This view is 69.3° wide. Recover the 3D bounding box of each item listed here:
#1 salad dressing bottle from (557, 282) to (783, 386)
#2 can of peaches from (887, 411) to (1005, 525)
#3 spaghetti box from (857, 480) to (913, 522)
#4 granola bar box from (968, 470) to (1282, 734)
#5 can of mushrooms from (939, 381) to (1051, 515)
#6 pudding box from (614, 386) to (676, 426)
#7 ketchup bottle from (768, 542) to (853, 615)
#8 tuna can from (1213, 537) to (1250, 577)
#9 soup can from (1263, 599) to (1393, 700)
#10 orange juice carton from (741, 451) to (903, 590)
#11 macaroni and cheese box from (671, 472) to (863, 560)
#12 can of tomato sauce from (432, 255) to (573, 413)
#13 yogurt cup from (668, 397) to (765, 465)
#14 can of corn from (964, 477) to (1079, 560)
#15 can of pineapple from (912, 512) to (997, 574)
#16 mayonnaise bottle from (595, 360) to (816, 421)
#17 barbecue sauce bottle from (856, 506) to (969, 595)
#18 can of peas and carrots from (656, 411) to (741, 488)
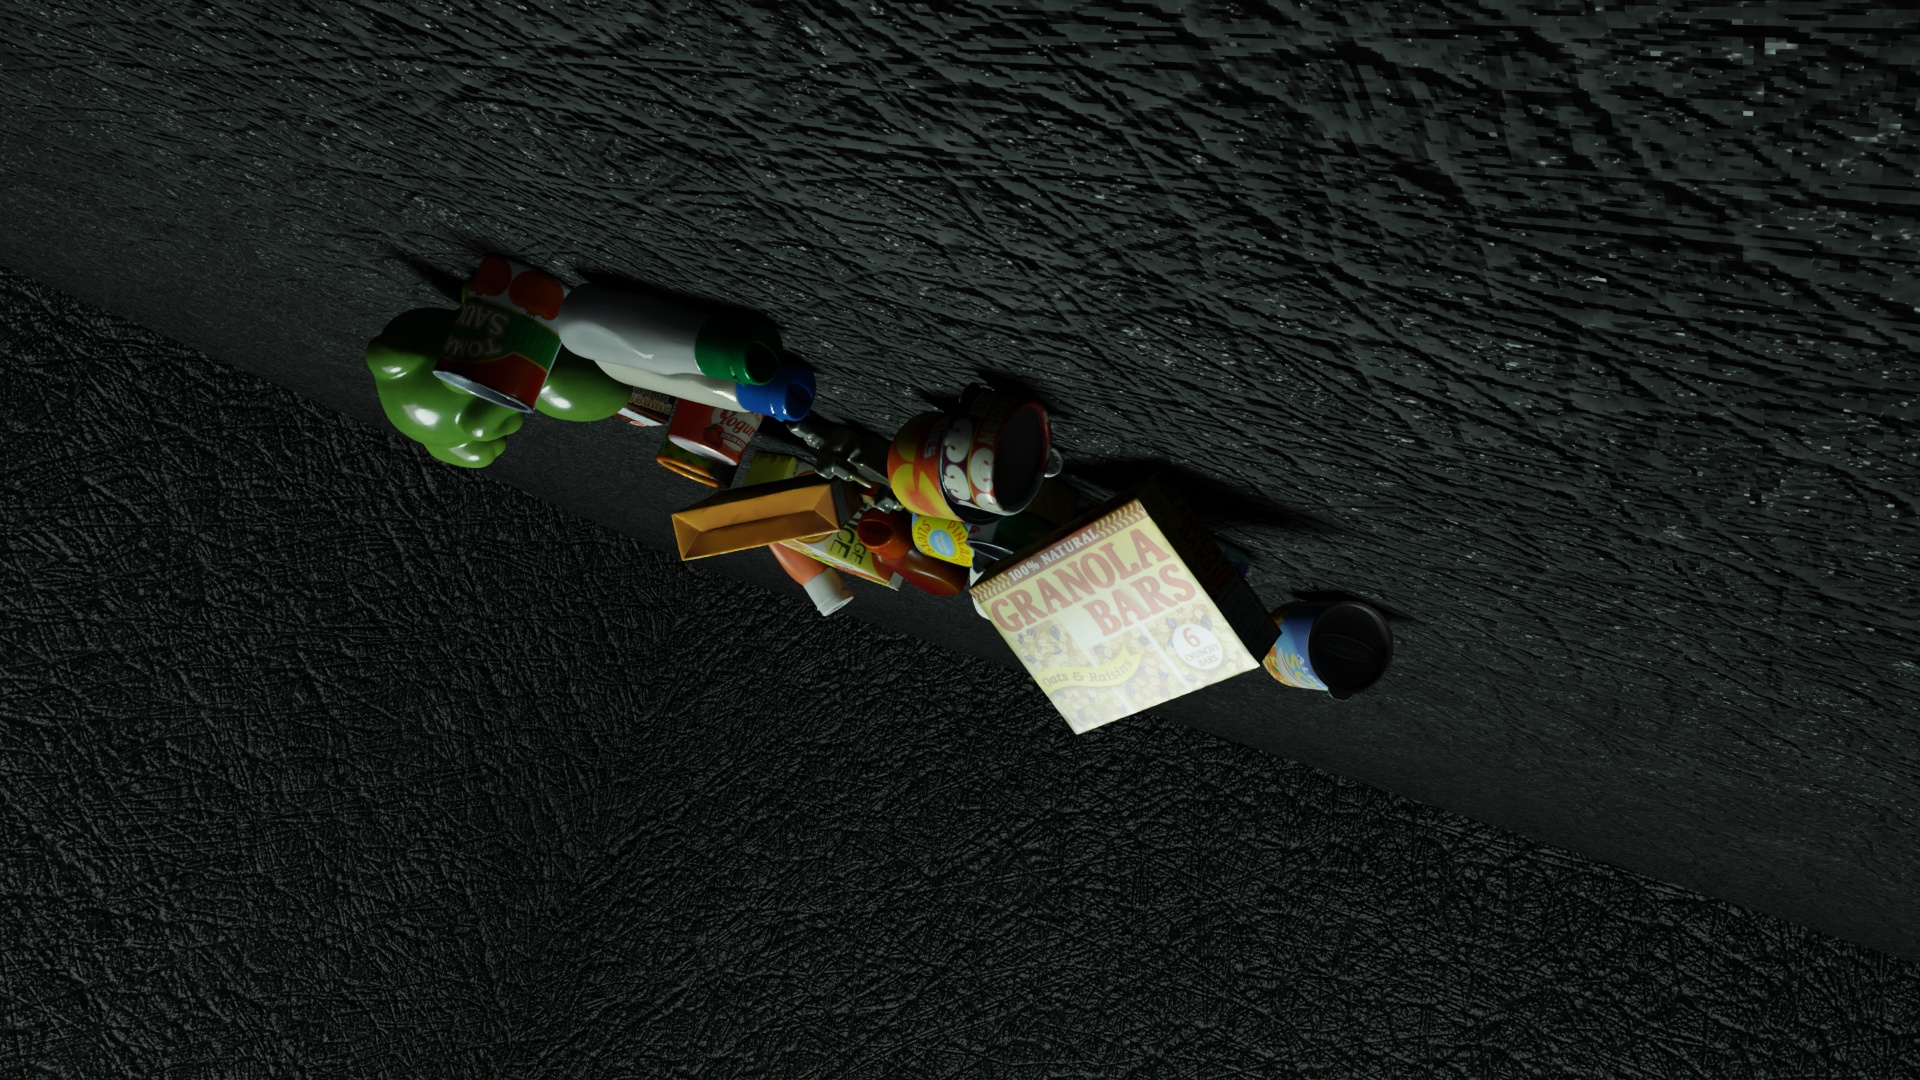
[{"bbox_3d":[-0.174,-0.122,0.831,0.148,0.044,0.064,15,169,29],"label":"salad dressing bottle"},{"bbox_3d":[-0.003,-0.047,0.841,0.071,0.071,0.058,26,171,-35],"label":"can of peaches"},{"bbox_3d":[-0.030,-0.017,1.253,0.050,0.029,0.249,18,172,17],"label":"spaghetti box"},{"bbox_3d":[0.098,0.043,0.863,0.124,0.039,0.165,53,138,-6],"label":"granola bar box"},{"bbox_3d":[0.020,-0.050,0.755,0.033,0.071,0.071,16,171,31],"label":"can of mushrooms"},{"bbox_3d":[-0.275,-0.118,1.166,0.049,0.030,0.083,23,172,-27],"label":"pudding box"},{"bbox_3d":[-0.163,0.005,1.392,0.149,0.043,0.065,56,-160,5],"label":"ketchup bottle"},{"bbox_3d":[0.168,0.018,0.973,0.071,0.033,0.071,20,172,3],"label":"tuna can"},{"bbox_3d":[0.264,0.079,1.013,0.071,0.071,0.083,22,172,-11],"label":"soup can"},{"bbox_3d":[-0.117,-0.015,1.332,0.192,0.072,0.073,26,170,-38],"label":"orange juice carton"},{"bbox_3d":[-0.149,-0.024,1.111,0.124,0.040,0.167,-10,-173,3],"label":"macaroni and cheese box"},{"bbox_3d":[-0.294,-0.134,0.898,0.071,0.083,0.071,20,172,3],"label":"can of tomato sauce"},{"bbox_3d":[-0.182,-0.090,1.031,0.072,0.054,0.072,20,172,3],"label":"yogurt cup"},{"bbox_3d":[0.046,-0.013,0.969,0.071,0.058,0.071,20,172,3],"label":"can of corn"},{"bbox_3d":[0.004,-0.013,1.041,0.058,0.071,0.071,15,171,31],"label":"can of pineapple"},{"bbox_3d":[-0.164,-0.110,0.900,0.148,0.041,0.064,15,173,25],"label":"mayonnaise bottle"},{"bbox_3d":[-0.044,0.009,1.193,0.065,0.044,0.148,16,171,23],"label":"barbecue sauce bottle"},{"bbox_3d":[-0.214,-0.082,1.156,0.071,0.059,0.071,20,172,3],"label":"can of peas and carrots"}]
